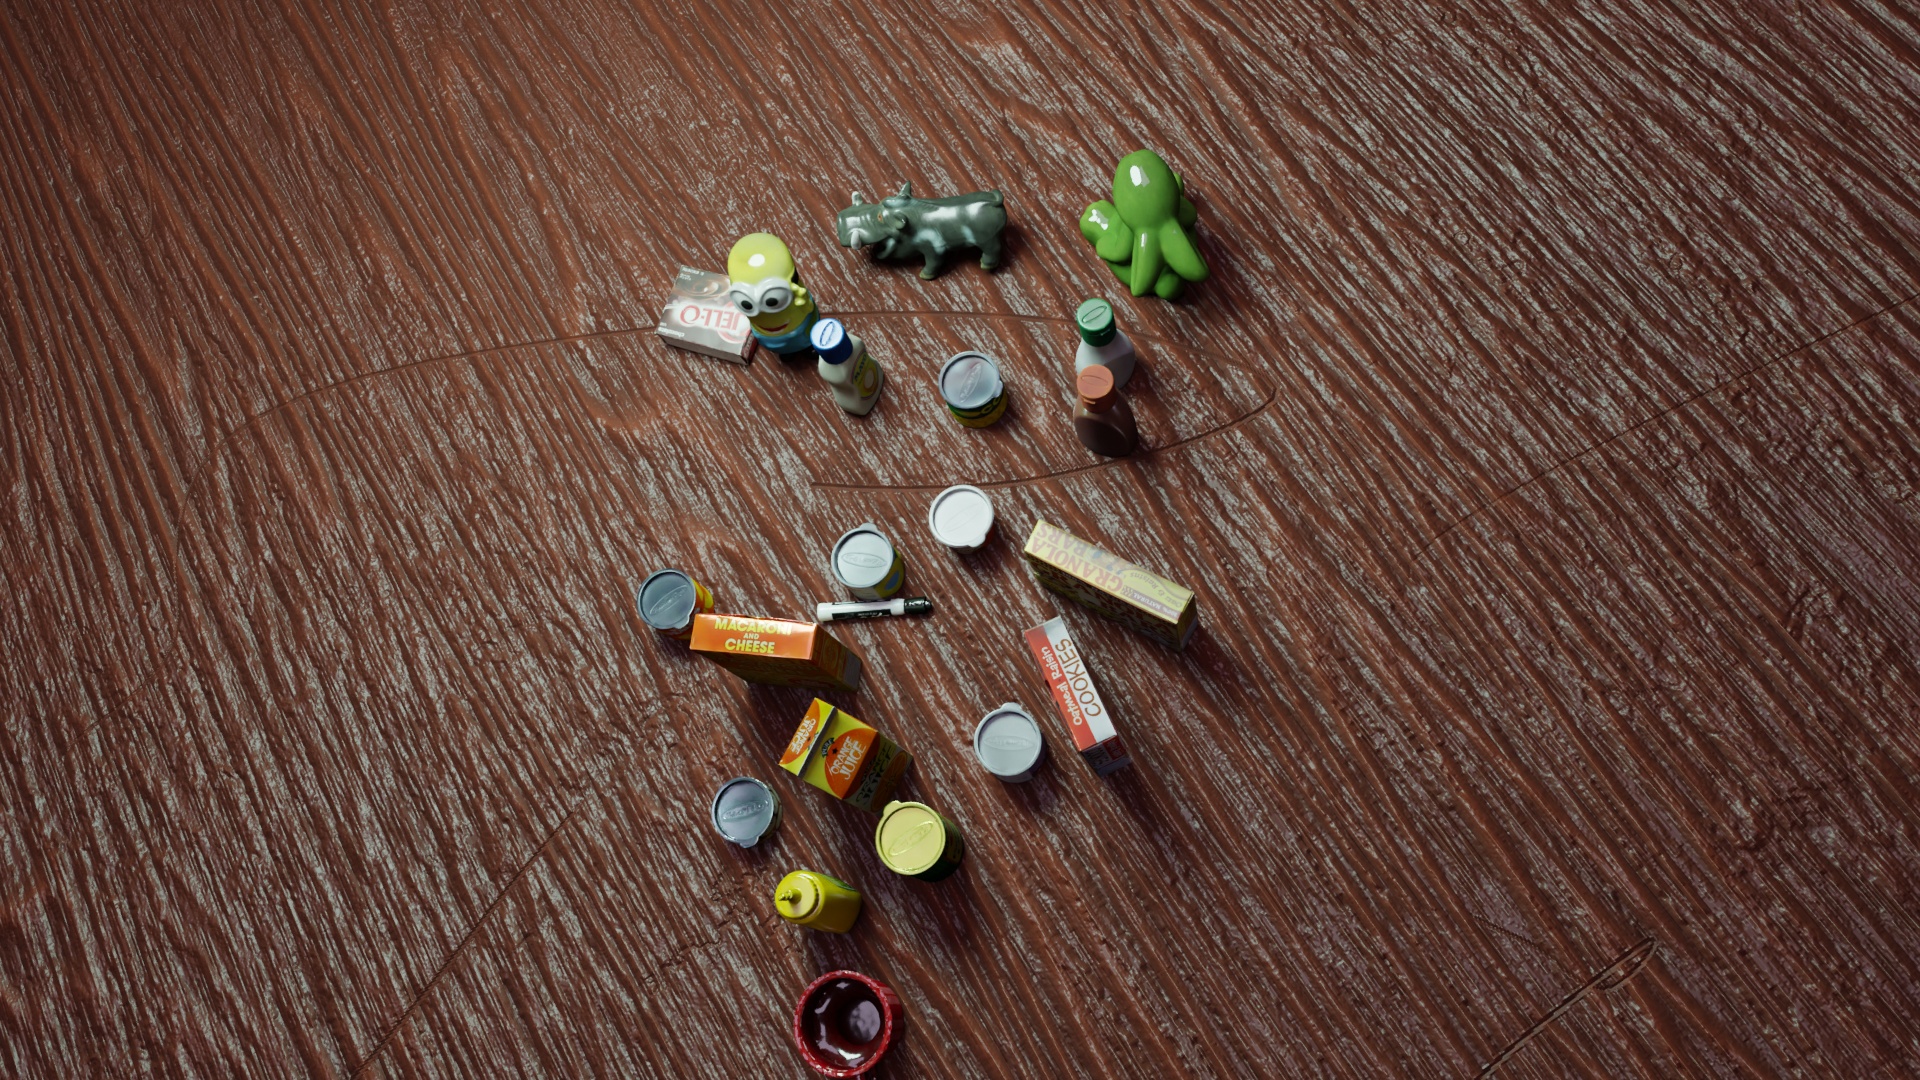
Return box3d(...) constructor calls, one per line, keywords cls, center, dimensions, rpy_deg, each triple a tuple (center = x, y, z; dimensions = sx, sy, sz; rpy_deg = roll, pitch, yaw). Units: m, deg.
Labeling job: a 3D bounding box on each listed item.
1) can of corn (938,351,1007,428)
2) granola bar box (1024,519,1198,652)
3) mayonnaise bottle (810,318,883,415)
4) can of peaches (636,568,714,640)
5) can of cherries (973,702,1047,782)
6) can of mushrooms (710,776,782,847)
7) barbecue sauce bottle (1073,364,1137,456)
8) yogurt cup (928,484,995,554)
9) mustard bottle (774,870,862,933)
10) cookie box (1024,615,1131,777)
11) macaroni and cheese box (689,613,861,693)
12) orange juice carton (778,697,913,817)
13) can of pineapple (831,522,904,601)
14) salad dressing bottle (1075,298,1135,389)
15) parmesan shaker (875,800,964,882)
box3d(cls="can of corn", center=(0.017, -0.160, 1.492), dimensions=(0.071, 0.058, 0.071), rpy_deg=(-3, 72, 10))
box3d(cls="granola bar box", center=(0.149, 0.047, 1.363), dimensions=(0.166, 0.124, 0.039), rpy_deg=(26, 79, 18))
box3d(cls="mayonnaise bottle", center=(-0.122, -0.188, 1.481), dimensions=(0.041, 0.147, 0.065), rpy_deg=(18, 77, 16))
box3d(cls="can of peaches", center=(-0.302, 0.071, 1.479), dimensions=(0.071, 0.058, 0.071), rpy_deg=(-3, 72, 10))
box3d(cls="can of cherries", center=(0.052, 0.200, 1.367), dimensions=(0.071, 0.058, 0.071), rpy_deg=(-3, 72, 10))
box3d(cls="can of mushrooms", center=(-0.216, 0.277, 1.408), dimensions=(0.071, 0.033, 0.071), rpy_deg=(-3, 72, 10))
box3d(cls="barbecue sauce bottle", center=(0.144, -0.132, 1.410), dimensions=(0.065, 0.148, 0.044), rpy_deg=(18, 77, 16))
box3d(cls="yogurt cup", center=(0.005, -0.018, 1.450), dimensions=(0.072, 0.054, 0.072), rpy_deg=(-3, 72, 10))
box3d(cls="mustard bottle", center=(-0.139, 0.338, 1.306), dimensions=(0.065, 0.160, 0.049), rpy_deg=(19, 77, 16))
box3d(cls="cookie box", center=(0.112, 0.151, 1.313), dimensions=(0.040, 0.167, 0.123), rpy_deg=(-26, 69, 2))
box3d(cls="macaroni and cheese box", center=(-0.180, 0.113, 1.384), dimensions=(0.124, 0.166, 0.040), rpy_deg=(4, 74, 12))
box3d(cls="orange juice carton", center=(-0.111, 0.206, 1.326), dimensions=(0.073, 0.192, 0.072), rpy_deg=(25, 79, 18))
box3d(cls="can of pineapple", center=(-0.095, 0.024, 1.454), dimensions=(0.071, 0.057, 0.071), rpy_deg=(-3, 72, 10))
box3d(cls="salad dressing bottle", center=(0.146, -0.201, 1.432), dimensions=(0.064, 0.147, 0.044), rpy_deg=(-31, 69, 0))
box3d(cls="parmesan shaker", center=(-0.038, 0.288, 1.332), dimensions=(0.071, 0.103, 0.071), rpy_deg=(-3, 72, 10))
